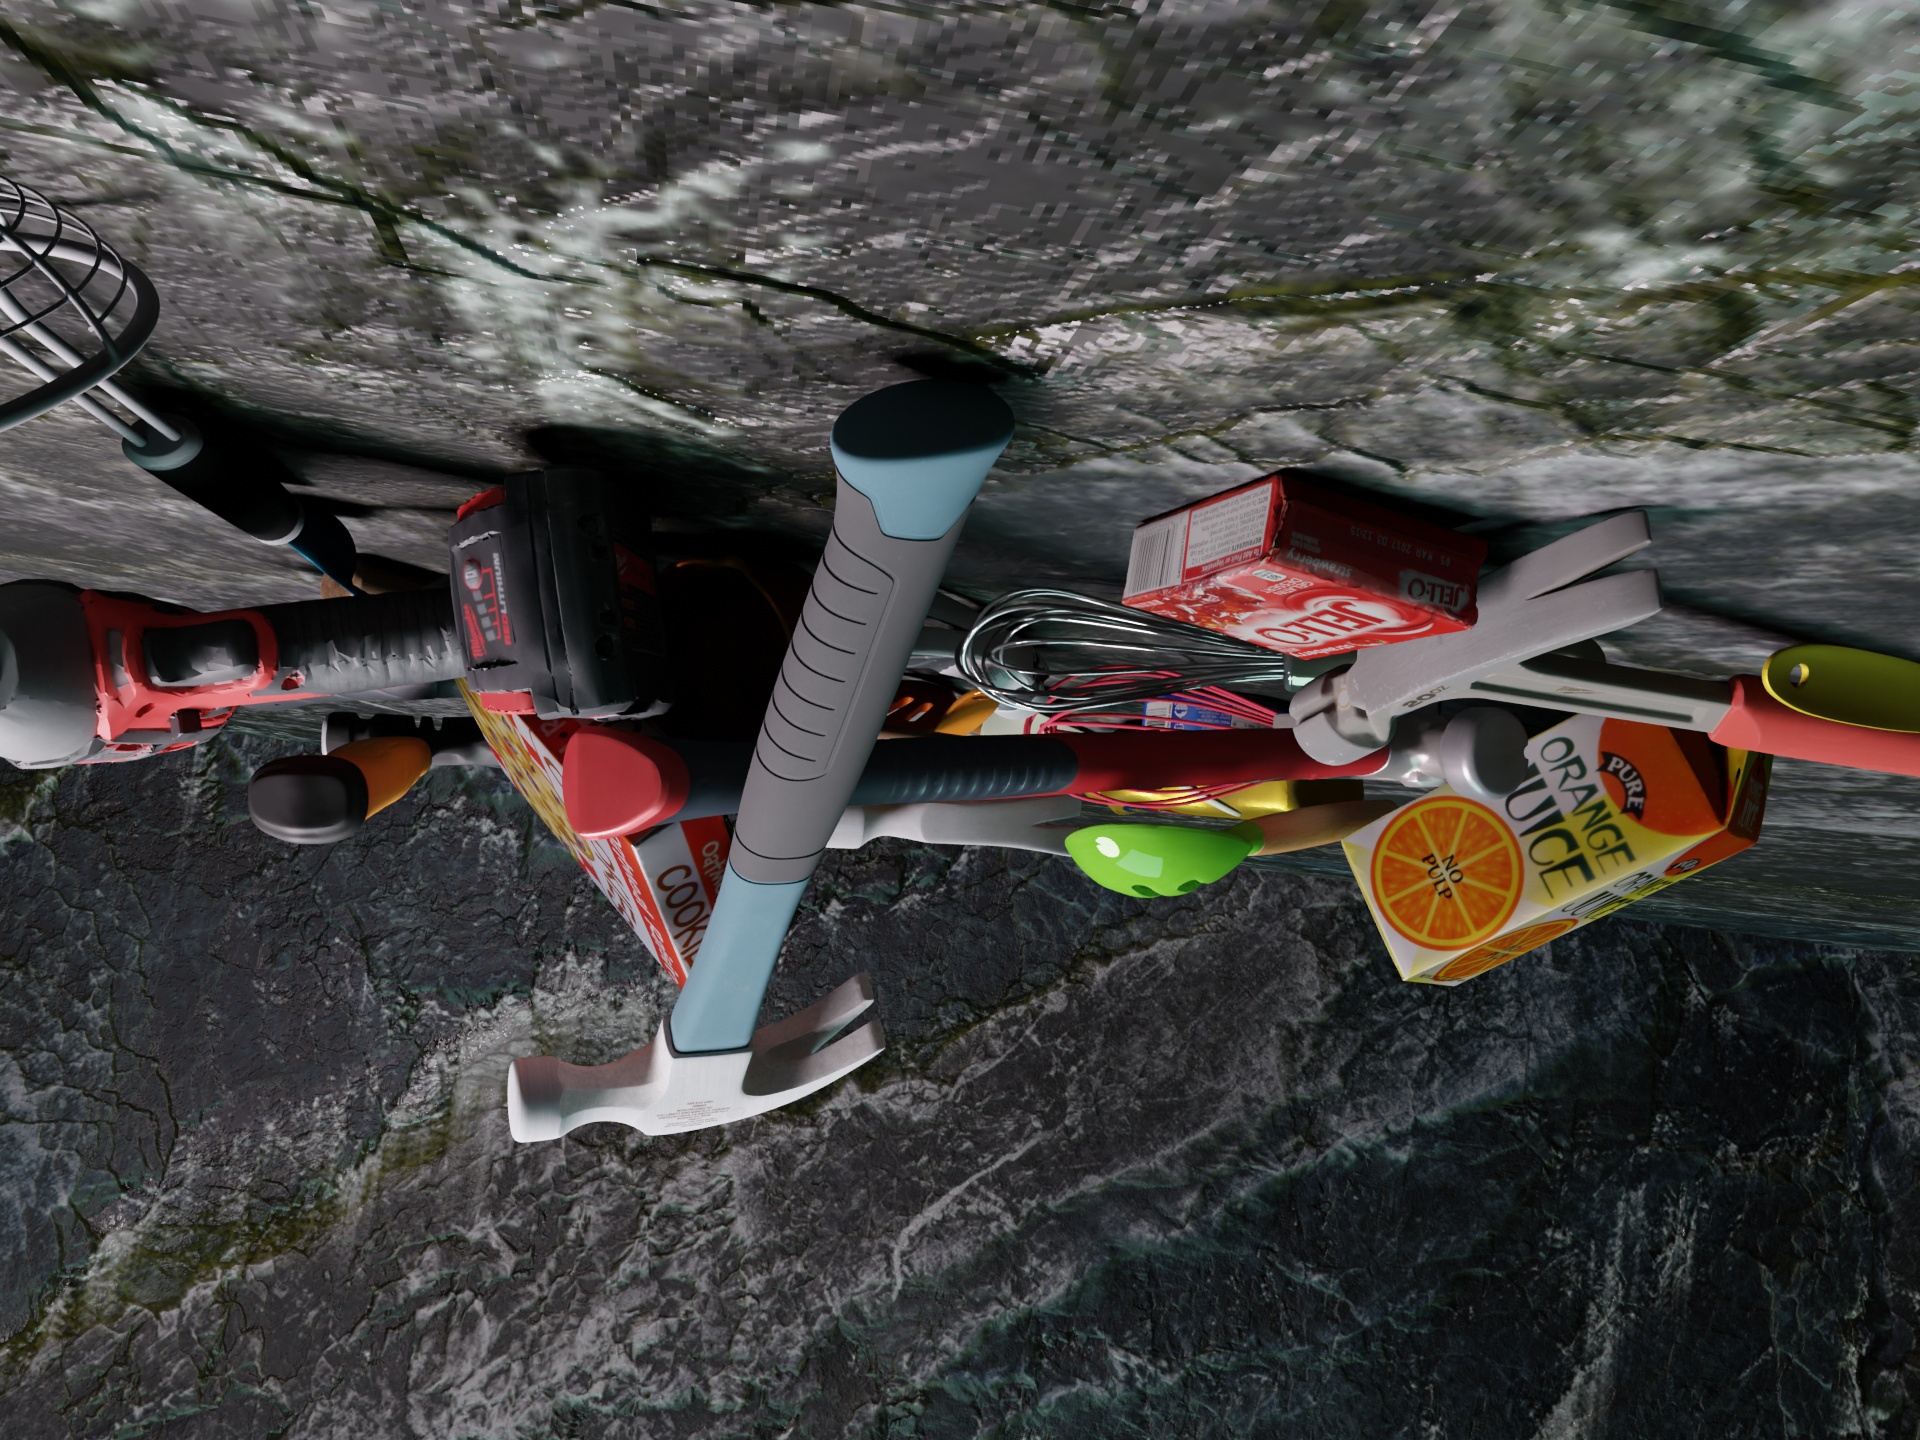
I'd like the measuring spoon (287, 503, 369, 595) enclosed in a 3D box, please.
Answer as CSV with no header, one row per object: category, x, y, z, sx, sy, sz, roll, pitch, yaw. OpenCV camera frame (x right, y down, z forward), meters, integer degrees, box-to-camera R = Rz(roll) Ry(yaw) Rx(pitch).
measuring spoon,-0.230,-0.055,0.632,0.129,0.021,0.042,32,169,27

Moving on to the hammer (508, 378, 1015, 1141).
hammer,-0.056,0.035,0.494,0.128,0.033,0.330,0,137,-24

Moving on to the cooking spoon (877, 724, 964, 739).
cooking spoon,-0.063,0.008,0.809,0.068,0.017,0.319,7,180,-29

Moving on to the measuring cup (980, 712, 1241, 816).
measuring cup,0.083,0.032,0.913,0.168,0.038,0.083,27,-174,30

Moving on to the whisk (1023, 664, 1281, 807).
whisk,0.176,0.013,0.808,0.295,0.073,0.073,3,174,-11

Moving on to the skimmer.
skimmer,-0.241,-0.064,0.437,0.127,0.090,0.363,-6,176,-8

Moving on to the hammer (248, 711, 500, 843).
hammer,-0.250,0.020,0.718,0.127,0.034,0.337,0,-177,-11

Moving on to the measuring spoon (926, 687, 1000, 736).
measuring spoon,-0.001,-0.002,0.742,0.021,0.011,0.117,1,166,-13

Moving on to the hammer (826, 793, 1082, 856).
hammer,-0.053,0.030,0.961,0.144,0.035,0.406,4,-175,-16

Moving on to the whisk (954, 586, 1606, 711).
whisk,0.119,-0.023,0.613,0.246,0.057,0.059,1,-145,11

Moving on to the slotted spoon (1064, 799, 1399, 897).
slotted spoon,0.141,0.051,0.711,0.070,0.031,0.313,-9,176,33

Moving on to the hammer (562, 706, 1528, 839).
hammer,0.034,0.016,0.621,0.386,0.038,0.143,-1,-179,-30

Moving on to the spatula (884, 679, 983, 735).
spatula,0.005,0.008,1.006,0.081,0.041,0.322,17,179,22

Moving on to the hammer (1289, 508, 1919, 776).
hammer,0.302,-0.003,0.560,0.359,0.037,0.149,7,159,-26

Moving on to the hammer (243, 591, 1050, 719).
hammer,-0.170,-0.025,0.756,0.409,0.036,0.149,-1,169,14

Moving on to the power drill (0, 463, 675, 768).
power drill,-0.216,-0.026,0.528,0.219,0.078,0.143,-8,180,-1

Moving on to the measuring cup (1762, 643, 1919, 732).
measuring cup,0.294,-0.007,0.493,0.156,0.062,0.029,8,-175,-25

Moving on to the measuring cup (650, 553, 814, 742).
measuring cup,-0.118,-0.040,0.654,0.174,0.095,0.052,27,-158,27

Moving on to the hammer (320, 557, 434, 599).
hammer,-0.192,-0.037,0.881,0.130,0.031,0.331,2,171,39
